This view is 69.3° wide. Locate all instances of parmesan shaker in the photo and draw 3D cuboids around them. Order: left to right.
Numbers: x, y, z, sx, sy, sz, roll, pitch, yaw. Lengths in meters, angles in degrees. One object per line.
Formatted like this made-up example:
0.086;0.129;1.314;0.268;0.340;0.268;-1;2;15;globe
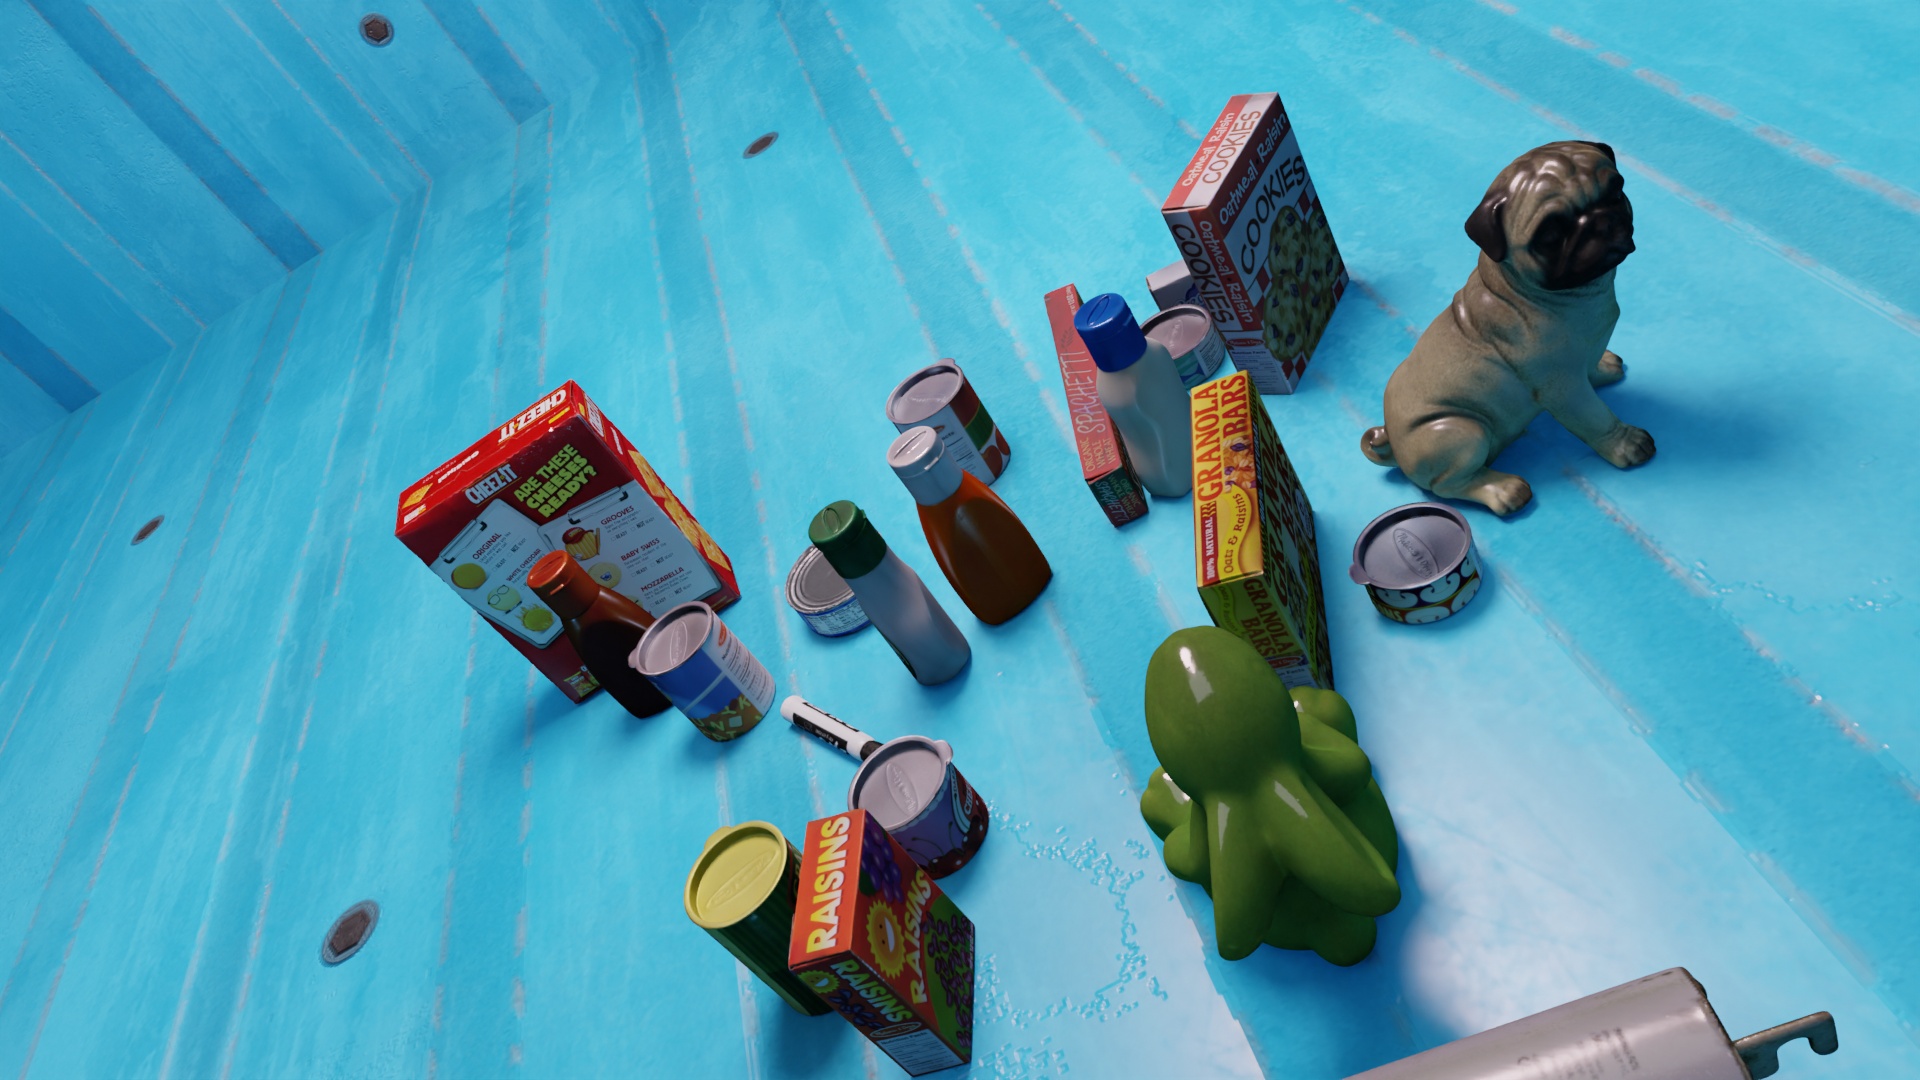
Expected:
-0.100;0.213;0.788;0.071;0.102;0.072;-21;39;18;parmesan shaker

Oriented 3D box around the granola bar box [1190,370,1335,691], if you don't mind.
0.171;0.003;0.795;0.039;0.123;0.166;-17;40;23;granola bar box

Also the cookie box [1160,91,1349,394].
0.207;-0.203;0.960;0.040;0.167;0.123;4;51;41;cookie box

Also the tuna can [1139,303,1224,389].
0.160;-0.143;1.043;0.071;0.032;0.071;-21;39;18;tuna can

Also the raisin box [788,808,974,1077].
-0.038;0.210;0.726;0.040;0.123;0.086;-20;39;20;raisin box

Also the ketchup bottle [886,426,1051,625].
0.003;-0.012;0.920;0.065;0.148;0.043;-43;37;-11;ketchup bottle

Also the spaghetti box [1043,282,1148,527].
0.098;-0.107;1.036;0.028;0.050;0.251;-24;38;14;spaghetti box

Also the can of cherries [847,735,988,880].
-0.022;0.158;0.826;0.071;0.058;0.072;-21;39;18;can of cherries

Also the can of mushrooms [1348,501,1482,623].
0.259;0.014;0.791;0.071;0.033;0.071;-21;39;18;can of mushrooms

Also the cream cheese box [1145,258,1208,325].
0.199;-0.198;1.057;0.103;0.053;0.024;-24;38;14;cream cheese box

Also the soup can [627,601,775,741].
-0.185;0.096;1.000;0.071;0.083;0.072;-21;39;18;soup can

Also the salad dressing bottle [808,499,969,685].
-0.046;0.035;0.907;0.044;0.147;0.064;-32;36;4;salad dressing bottle

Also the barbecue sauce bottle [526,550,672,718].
-0.261;0.068;1.035;0.065;0.148;0.044;-34;36;2;barbecue sauce bottle

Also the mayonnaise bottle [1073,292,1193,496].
0.121;-0.098;0.926;0.041;0.147;0.065;5;52;41;mayonnaise bottle

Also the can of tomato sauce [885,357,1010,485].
-0.008;-0.086;1.066;0.071;0.082;0.071;-21;39;18;can of tomato sauce
